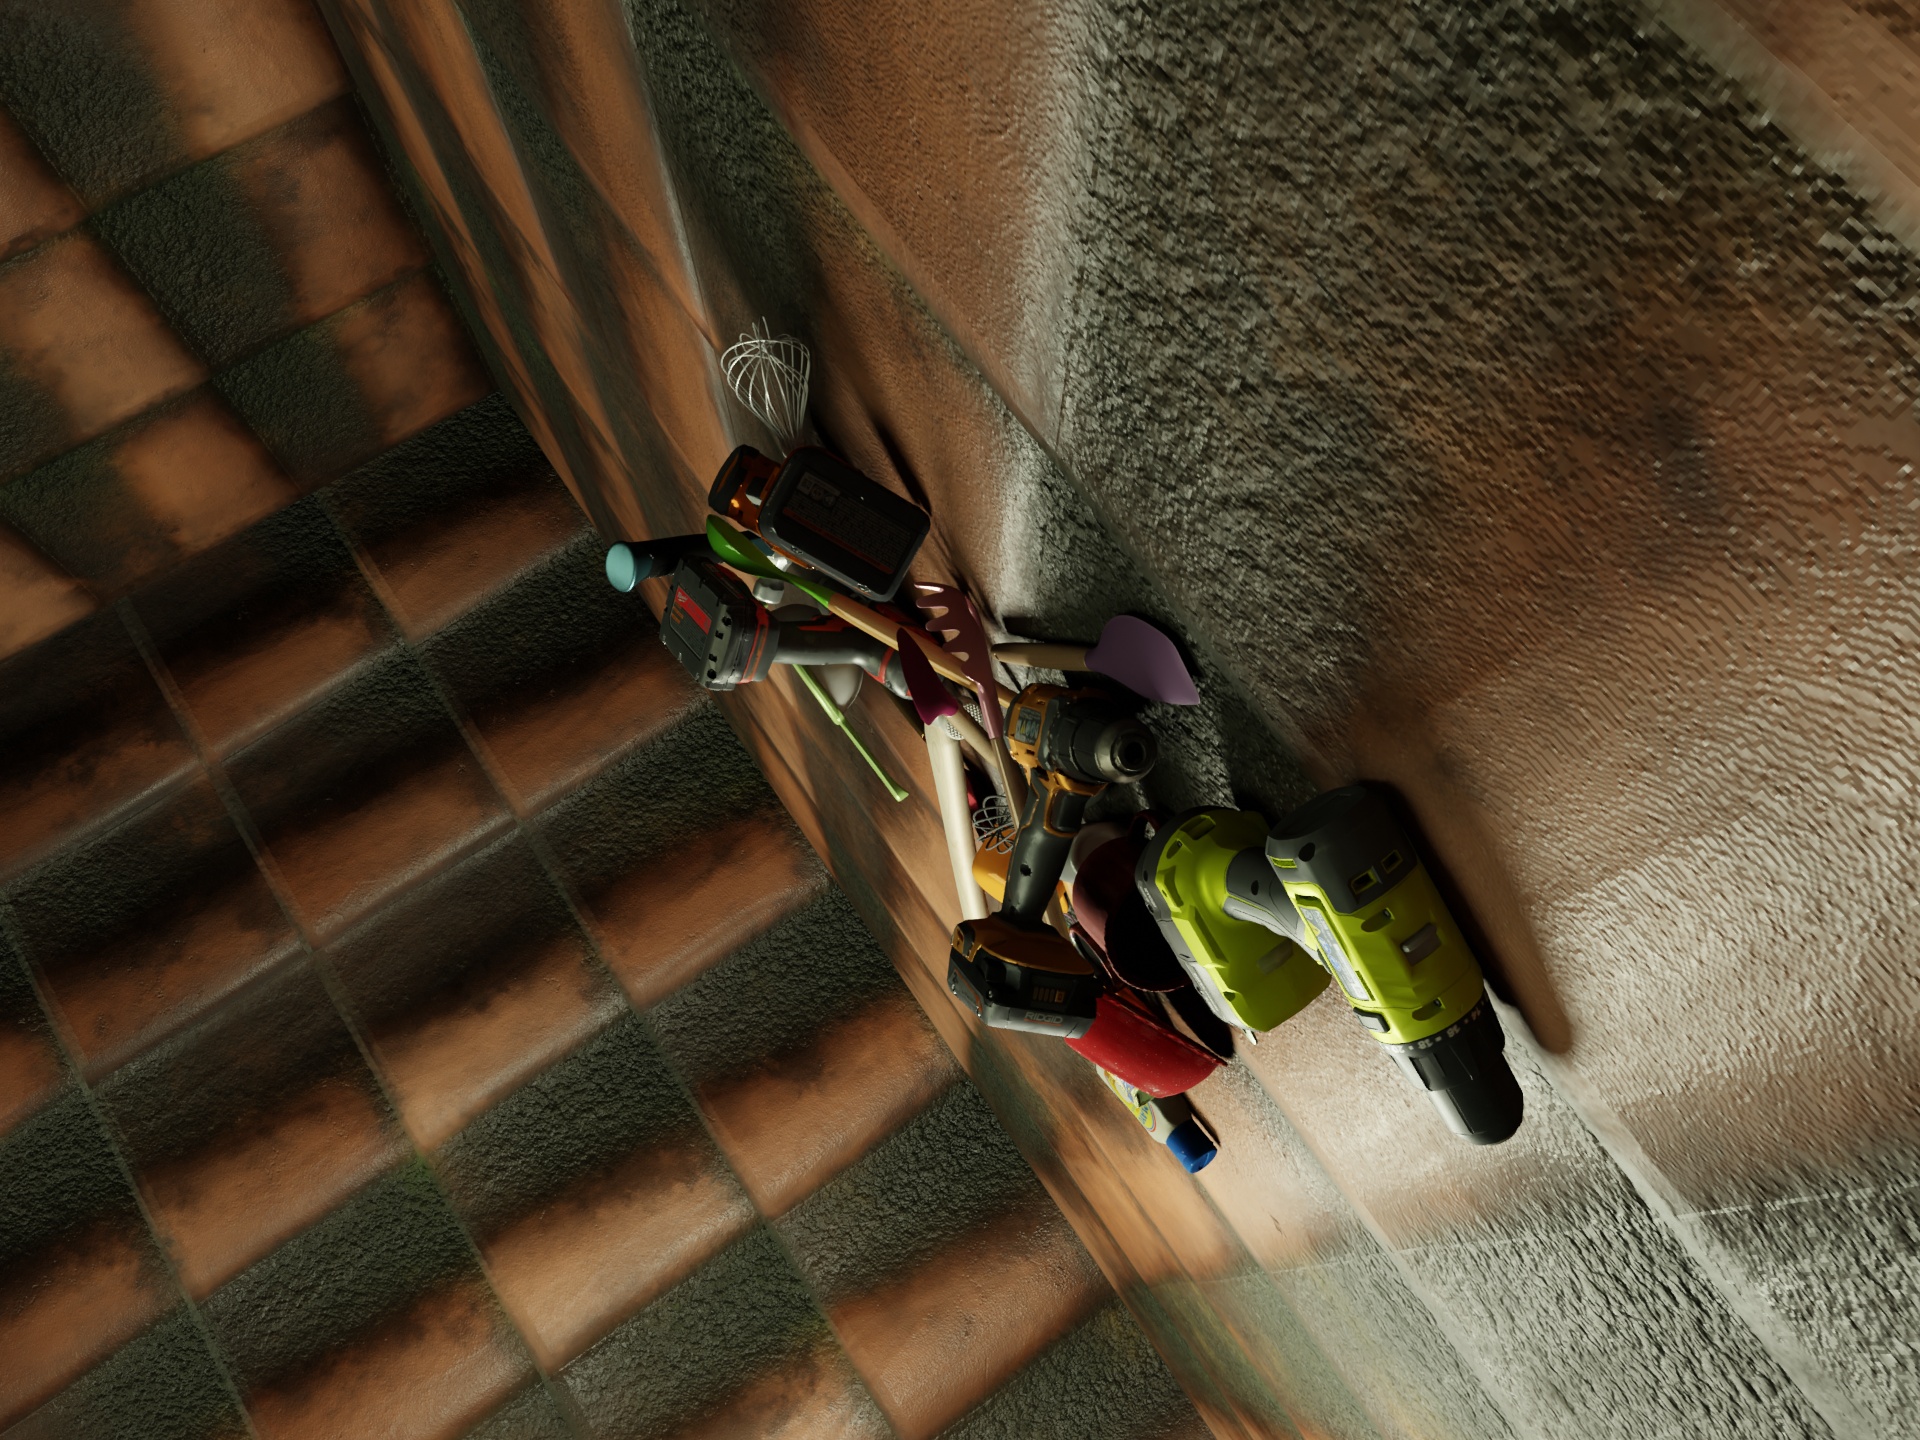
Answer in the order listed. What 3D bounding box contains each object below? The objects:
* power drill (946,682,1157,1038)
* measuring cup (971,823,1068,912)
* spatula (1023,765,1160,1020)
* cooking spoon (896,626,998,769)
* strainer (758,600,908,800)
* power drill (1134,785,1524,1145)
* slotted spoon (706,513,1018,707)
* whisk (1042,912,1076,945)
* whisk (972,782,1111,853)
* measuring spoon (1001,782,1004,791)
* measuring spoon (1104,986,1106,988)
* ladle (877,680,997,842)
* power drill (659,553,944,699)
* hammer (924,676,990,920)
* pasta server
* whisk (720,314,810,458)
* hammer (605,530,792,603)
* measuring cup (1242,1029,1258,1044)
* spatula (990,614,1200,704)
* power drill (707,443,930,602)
[{"bbox_3d":[0.065,0.089,1.046,0.185,0.084,0.226,-163,85,-73],"label":"power drill"},{"bbox_3d":[0.065,0.160,1.469,0.095,0.052,0.173,24,160,29],"label":"measuring cup"},{"bbox_3d":[0.113,0.153,1.388,0.081,0.041,0.322,41,156,58],"label":"spatula"},{"bbox_3d":[-0.002,-0.004,1.260,0.318,0.017,0.069,47,-151,-69],"label":"cooking spoon"},{"bbox_3d":[-0.117,-0.033,1.699,0.256,0.069,0.151,53,177,10],"label":"strainer"},{"bbox_3d":[0.198,0.127,0.860,0.190,0.080,0.228,59,165,-8],"label":"power drill"},{"bbox_3d":[-0.084,-0.086,1.293,0.314,0.031,0.070,30,-174,17],"label":"slotted spoon"},{"bbox_3d":[0.071,0.203,1.625,0.047,0.051,0.245,56,172,-20],"label":"whisk"},{"bbox_3d":[0.064,0.067,1.258,0.055,0.055,0.239,57,156,1],"label":"whisk"},{"bbox_3d":[0.061,0.077,1.423,0.034,0.018,0.124,68,171,-22],"label":"measuring spoon"},{"bbox_3d":[0.148,0.259,1.547,0.021,0.011,0.116,54,164,14],"label":"measuring spoon"},{"bbox_3d":[-0.047,-0.002,1.607,0.316,0.031,0.069,53,160,29],"label":"ladle"},{"bbox_3d":[-0.143,-0.086,1.386,0.188,0.226,0.080,43,120,47],"label":"power drill"},{"bbox_3d":[-0.001,0.120,1.542,0.146,0.038,0.410,44,151,50],"label":"hammer"},{"bbox_3d":[0.030,0.040,1.219,0.060,0.040,0.316,-24,-83,-81],"label":"pasta server"},{"bbox_3d":[-0.143,-0.245,1.320,0.070,0.070,0.284,54,172,15],"label":"whisk"},{"bbox_3d":[-0.222,-0.152,1.432,0.033,0.128,0.331,24,-163,13],"label":"hammer"},{"bbox_3d":[0.164,0.182,1.208,0.168,0.038,0.083,56,168,14],"label":"measuring cup"},{"bbox_3d":[0.076,-0.043,1.040,0.059,0.018,0.316,62,166,-12],"label":"spatula"},{"bbox_3d":[-0.104,-0.155,1.267,0.164,0.084,0.227,29,180,-22],"label":"power drill"}]
